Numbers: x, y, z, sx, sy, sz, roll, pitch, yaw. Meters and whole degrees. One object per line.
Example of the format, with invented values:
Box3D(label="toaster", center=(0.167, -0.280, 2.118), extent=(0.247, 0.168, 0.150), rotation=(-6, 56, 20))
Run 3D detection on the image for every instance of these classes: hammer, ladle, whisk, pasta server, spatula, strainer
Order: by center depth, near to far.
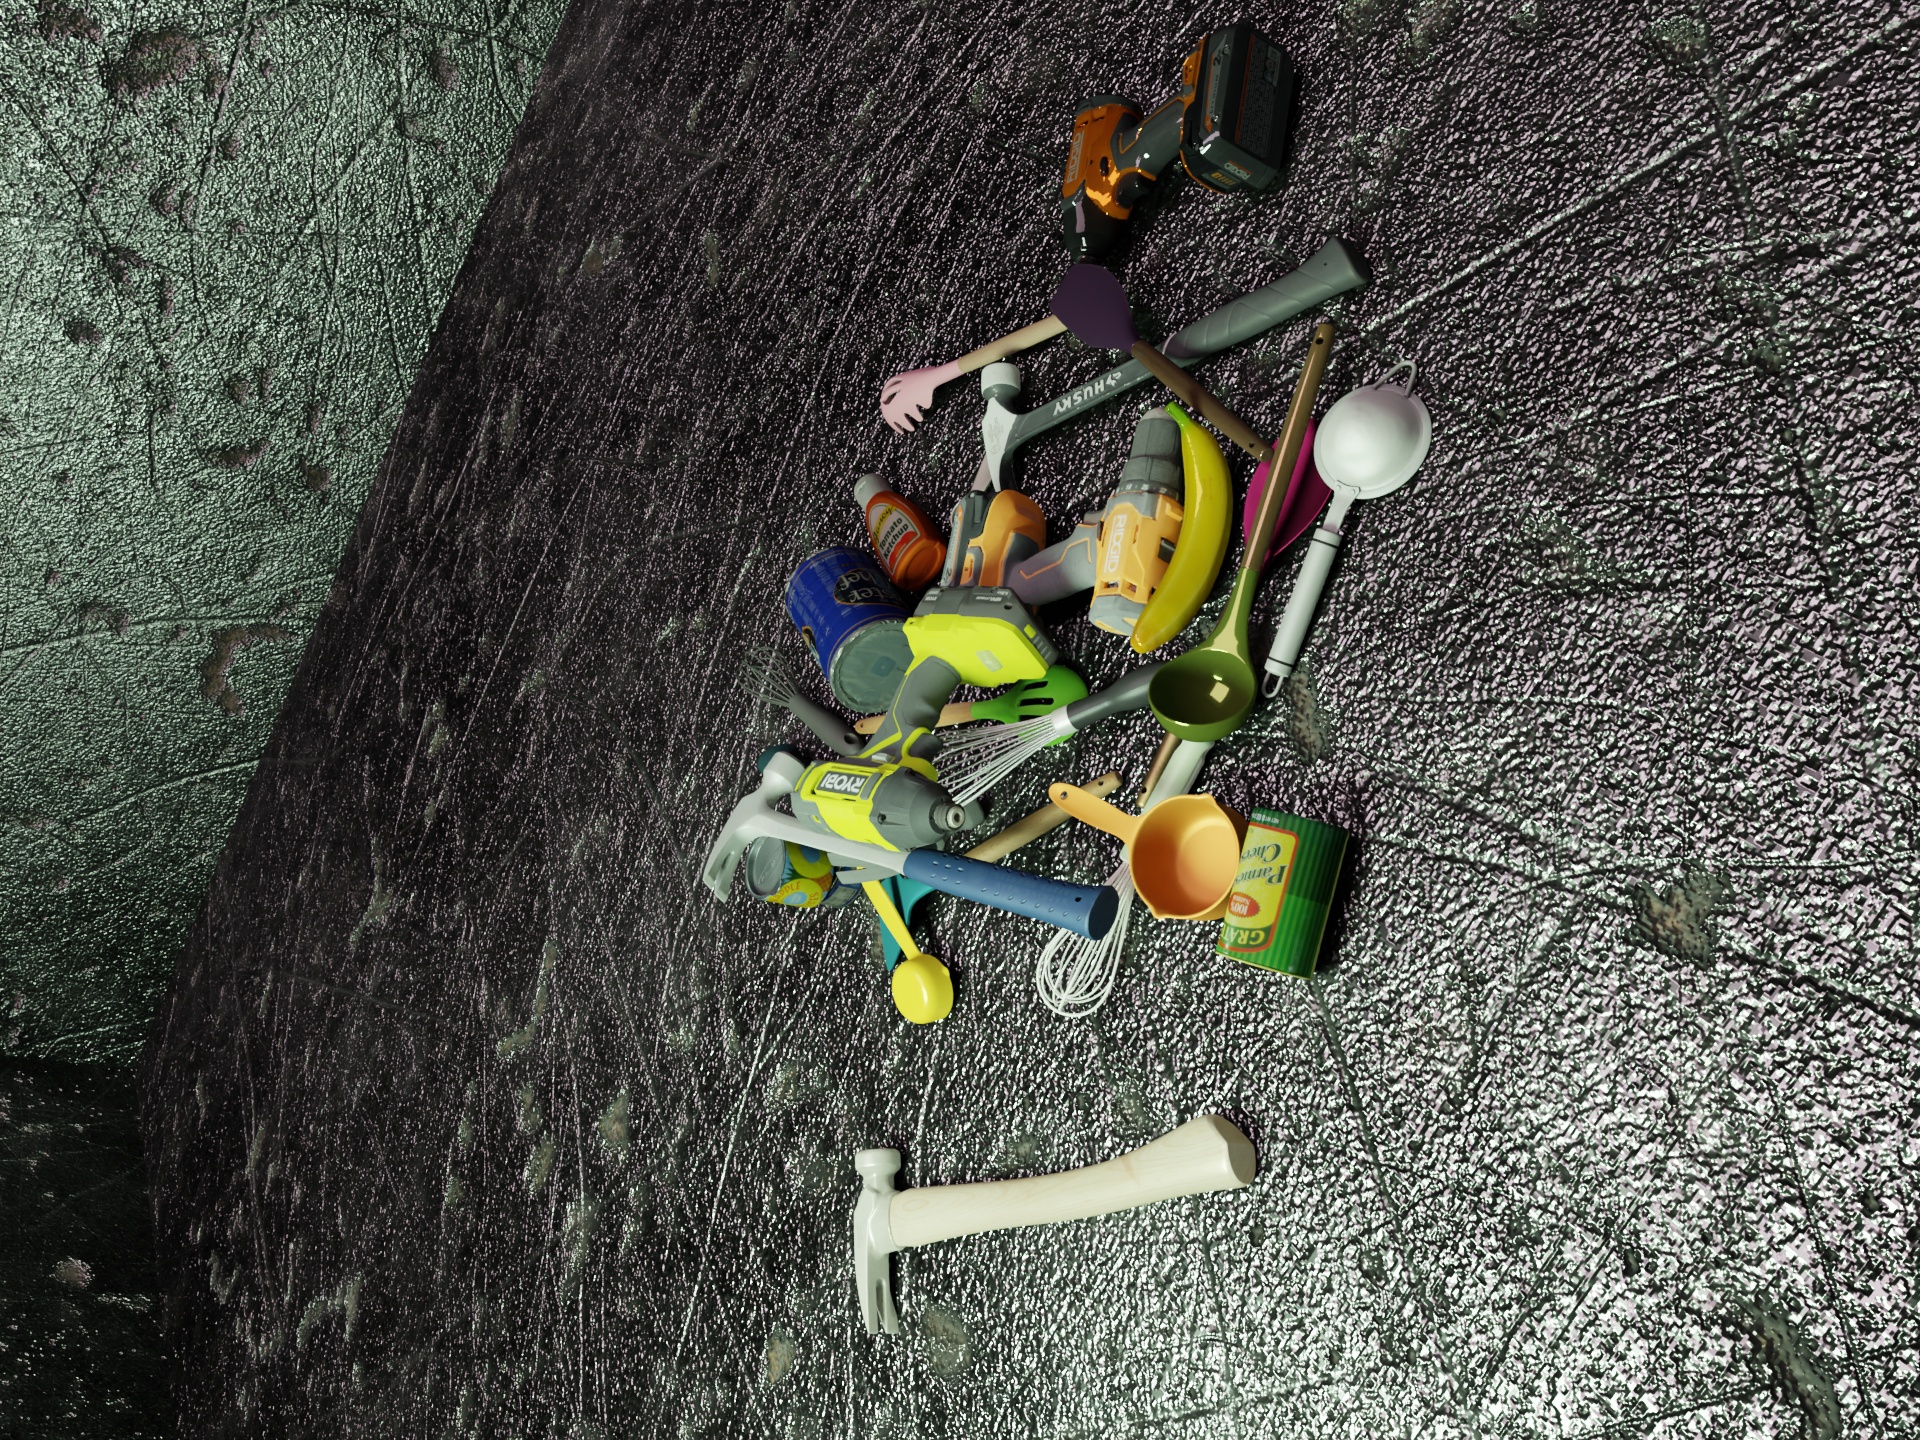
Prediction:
Box3D(label="strainer", center=(0.264, -0.137, 1.130), extent=(0.087, 0.050, 0.258), rotation=(26, 101, 38))
Box3D(label="ladle", center=(0.214, -0.137, 1.152), extent=(0.078, 0.062, 0.320), rotation=(18, 91, 29))
Box3D(label="hammer", center=(0.055, 0.371, 1.197), extent=(0.410, 0.038, 0.146), rotation=(-27, 58, 43))
Box3D(label="whisk", center=(0.128, 0.115, 1.203), extent=(0.059, 0.057, 0.246), rotation=(30, 99, 17))
Box3D(label="spatula", center=(0.158, -0.291, 1.282), extent=(0.059, 0.018, 0.316), rotation=(-57, 44, 22))
Box3D(label="hammer", center=(-0.049, 0.117, 1.287), extent=(0.406, 0.035, 0.144), rotation=(11, 57, 41))
Box3D(label="whisk", center=(0.058, 0.011, 1.289), extent=(0.284, 0.070, 0.070), rotation=(-25, 57, 29))
Box3D(label="hammer", center=(0.161, -0.294, 1.319), extent=(0.409, 0.036, 0.149), rotation=(-18, 67, 46))
Box3D(label="spatula", center=(0.022, 0.117, 1.349), extent=(0.317, 0.044, 0.082), rotation=(-33, 53, 35))
Box3D(label="hammer", center=(-0.109, 0.074, 1.484), extent=(0.128, 0.033, 0.331), rotation=(-32, 26, -19))
Box3D(label="pasta server", center=(0.027, -0.345, 1.520), extent=(0.316, 0.040, 0.060), rotation=(-13, 67, 45))
Box3D(label="whisk", center=(-0.161, -0.017, 1.616), extent=(0.239, 0.055, 0.055), rotation=(37, 106, 46))

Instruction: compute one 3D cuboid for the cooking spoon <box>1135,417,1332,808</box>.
Box3D(label="cooking spoon", center=(0.204, -0.077, 1.197), extent=(0.069, 0.017, 0.319), rotation=(32, 102, 41))

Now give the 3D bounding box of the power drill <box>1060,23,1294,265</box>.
Box3D(label="power drill", center=(0.169, -0.472, 1.346), extent=(0.226, 0.084, 0.164), rotation=(-3, 74, 56))

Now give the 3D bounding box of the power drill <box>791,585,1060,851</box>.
Box3D(label="power drill", center=(-0.020, 0.001, 1.267), extent=(0.171, 0.080, 0.223), rotation=(5, 56, 47))

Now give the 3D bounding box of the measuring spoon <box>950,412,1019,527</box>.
Box3D(label="measuring spoon", center=(0.029, -0.229, 1.483), extent=(0.034, 0.018, 0.124), rotation=(27, 91, 37))

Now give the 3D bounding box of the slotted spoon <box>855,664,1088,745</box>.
Box3D(label="slotted spoon", center=(-0.002, -0.005, 1.423), extent=(0.314, 0.031, 0.070), rotation=(-7, 75, 52))

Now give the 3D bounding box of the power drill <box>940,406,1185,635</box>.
Box3D(label="power drill", center=(0.093, -0.160, 1.322), extent=(0.226, 0.084, 0.185), rotation=(-1, 74, 47))

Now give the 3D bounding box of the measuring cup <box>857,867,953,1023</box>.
Box3D(label="measuring cup", center=(-0.059, 0.191, 1.372), extent=(0.157, 0.029, 0.062), rotation=(58, 136, 20))

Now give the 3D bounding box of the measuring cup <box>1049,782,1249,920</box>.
Box3D(label="measuring cup", center=(0.141, 0.085, 1.160), extent=(0.174, 0.052, 0.095), rotation=(26, 96, 39))
